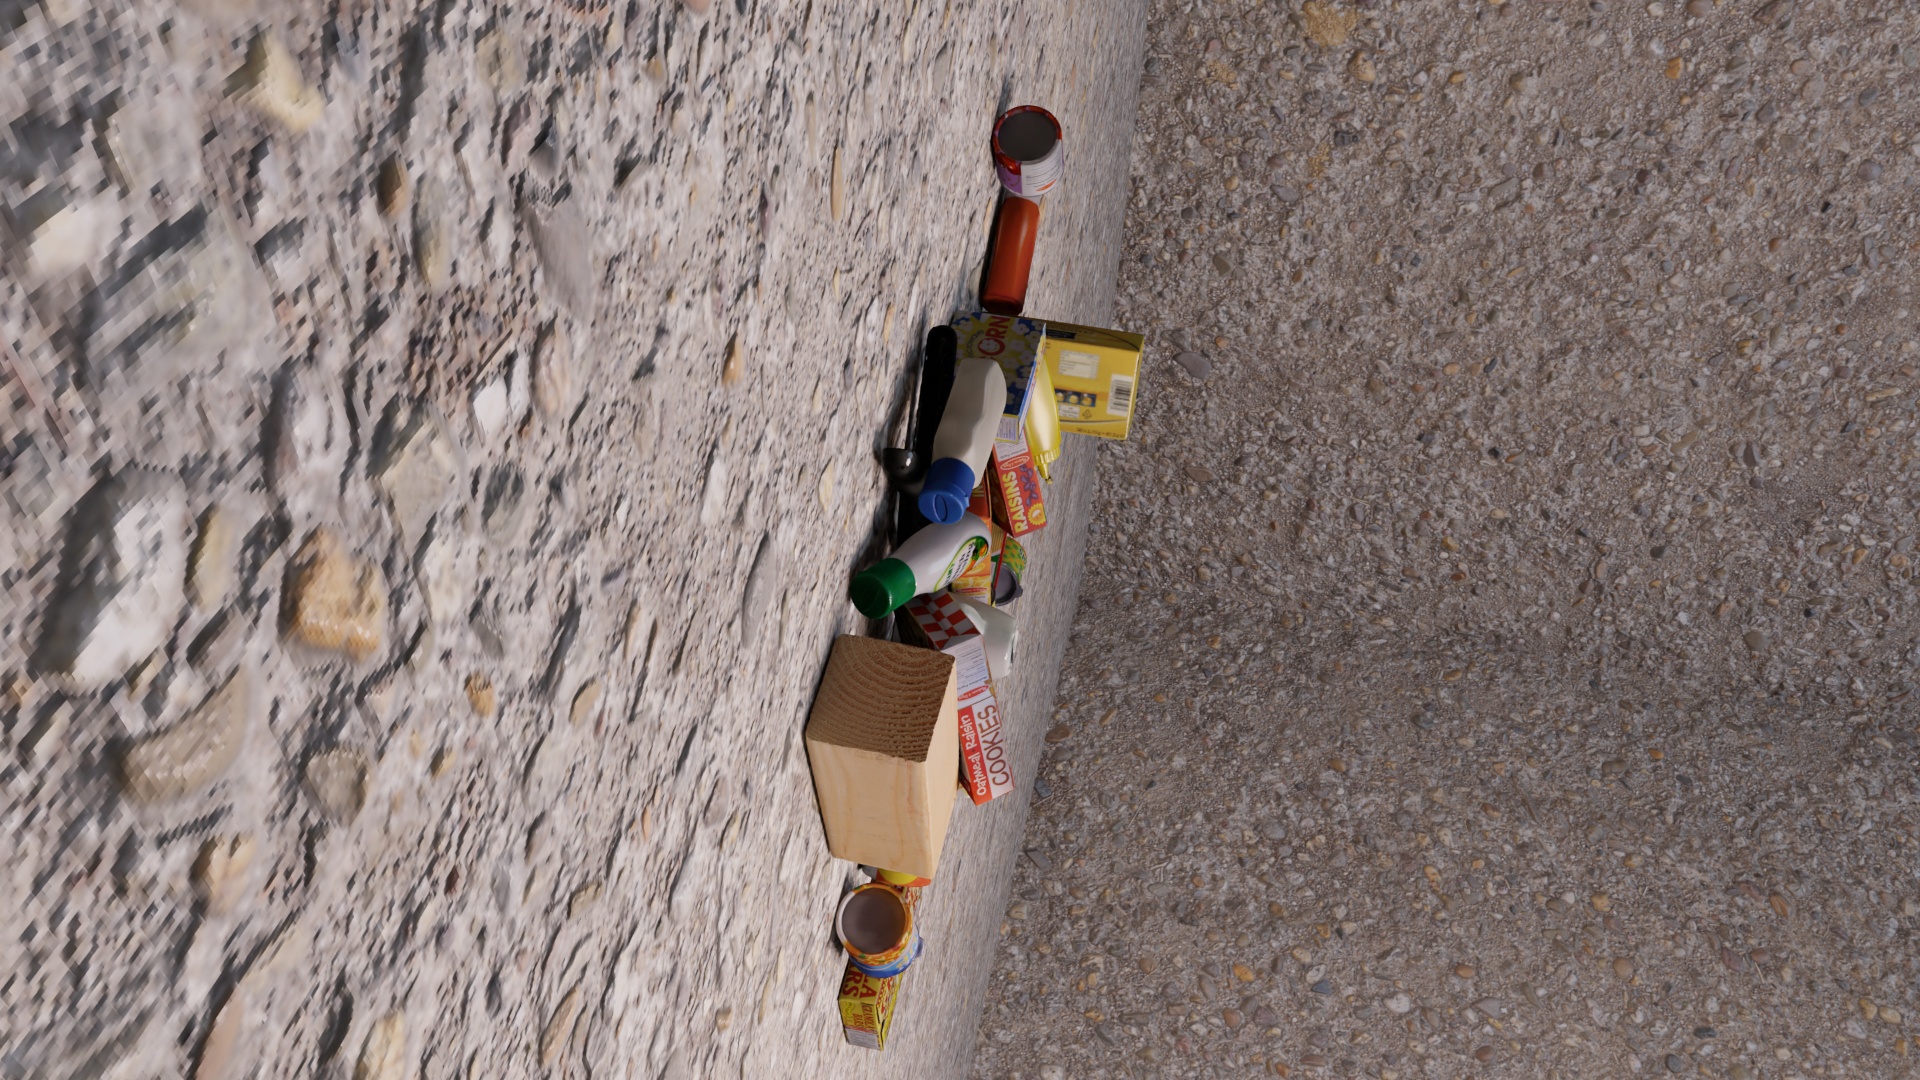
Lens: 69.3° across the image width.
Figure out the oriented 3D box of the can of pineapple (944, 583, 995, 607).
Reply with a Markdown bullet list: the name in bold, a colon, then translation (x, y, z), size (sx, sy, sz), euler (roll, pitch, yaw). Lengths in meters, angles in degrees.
- **can of pineapple**: translation (0.002, 0.072, 1.409), size (0.071, 0.071, 0.057), euler (-72, 169, -45)

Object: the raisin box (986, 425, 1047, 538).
- **raisin box**: translation (0.038, -0.074, 1.326), size (0.086, 0.040, 0.123), euler (38, -34, 61)

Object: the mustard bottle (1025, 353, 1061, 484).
- **mustard bottle**: translation (0.067, -0.123, 1.334), size (0.065, 0.049, 0.159), euler (-135, -153, -64)

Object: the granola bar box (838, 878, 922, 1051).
- **granola bar box**: translation (-0.074, 0.396, 1.360), size (0.123, 0.039, 0.166), euler (89, 13, -51)

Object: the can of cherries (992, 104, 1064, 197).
- **can of cherries**: translation (0.063, -0.371, 1.318), size (0.058, 0.071, 0.071), euler (69, 31, -73)

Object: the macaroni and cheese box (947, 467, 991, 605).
- **macaroni and cheese box**: translation (0.005, -0.016, 1.297), size (0.165, 0.040, 0.124), euler (90, -5, -52)

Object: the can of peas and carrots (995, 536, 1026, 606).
- **can of peas and carrots**: translation (0.044, 0.035, 1.630), size (0.059, 0.071, 0.070), euler (-70, 167, -54)

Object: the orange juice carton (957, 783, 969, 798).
- **orange juice carton**: translation (-0.013, 0.161, 1.382), size (0.072, 0.073, 0.191), euler (-69, 166, -52)

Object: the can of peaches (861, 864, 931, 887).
- **can of peaches**: translation (-0.051, 0.281, 1.274), size (0.071, 0.071, 0.058), euler (21, 80, -82)

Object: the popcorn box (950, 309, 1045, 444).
- **popcorn box**: translation (0.023, -0.146, 1.226), size (0.038, 0.085, 0.127), euler (89, 14, -49)

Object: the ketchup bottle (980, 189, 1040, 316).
- **ketchup bottle**: translation (0.055, -0.305, 1.403), size (0.064, 0.043, 0.149), euler (71, 29, -78)

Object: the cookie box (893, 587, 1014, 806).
- **cookie box**: translation (-0.008, 0.119, 1.151), size (0.123, 0.040, 0.166), euler (-132, -155, -54)

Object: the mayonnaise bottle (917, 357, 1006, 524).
- **mayonnaise bottle**: translation (0.002, -0.076, 1.085), size (0.064, 0.041, 0.149), euler (82, 19, -44)

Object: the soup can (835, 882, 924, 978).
- **soup can**: translation (-0.069, 0.343, 1.220), size (0.083, 0.071, 0.071), euler (84, 18, -61)

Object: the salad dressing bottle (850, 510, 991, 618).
- **salad dressing bottle**: translation (-0.030, 0.019, 1.078), size (0.148, 0.044, 0.064), euler (-31, 156, -54)

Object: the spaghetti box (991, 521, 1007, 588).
- **spaghetti box**: translation (0.006, 0.085, 1.504), size (0.028, 0.050, 0.250), euler (65, 35, -74)
